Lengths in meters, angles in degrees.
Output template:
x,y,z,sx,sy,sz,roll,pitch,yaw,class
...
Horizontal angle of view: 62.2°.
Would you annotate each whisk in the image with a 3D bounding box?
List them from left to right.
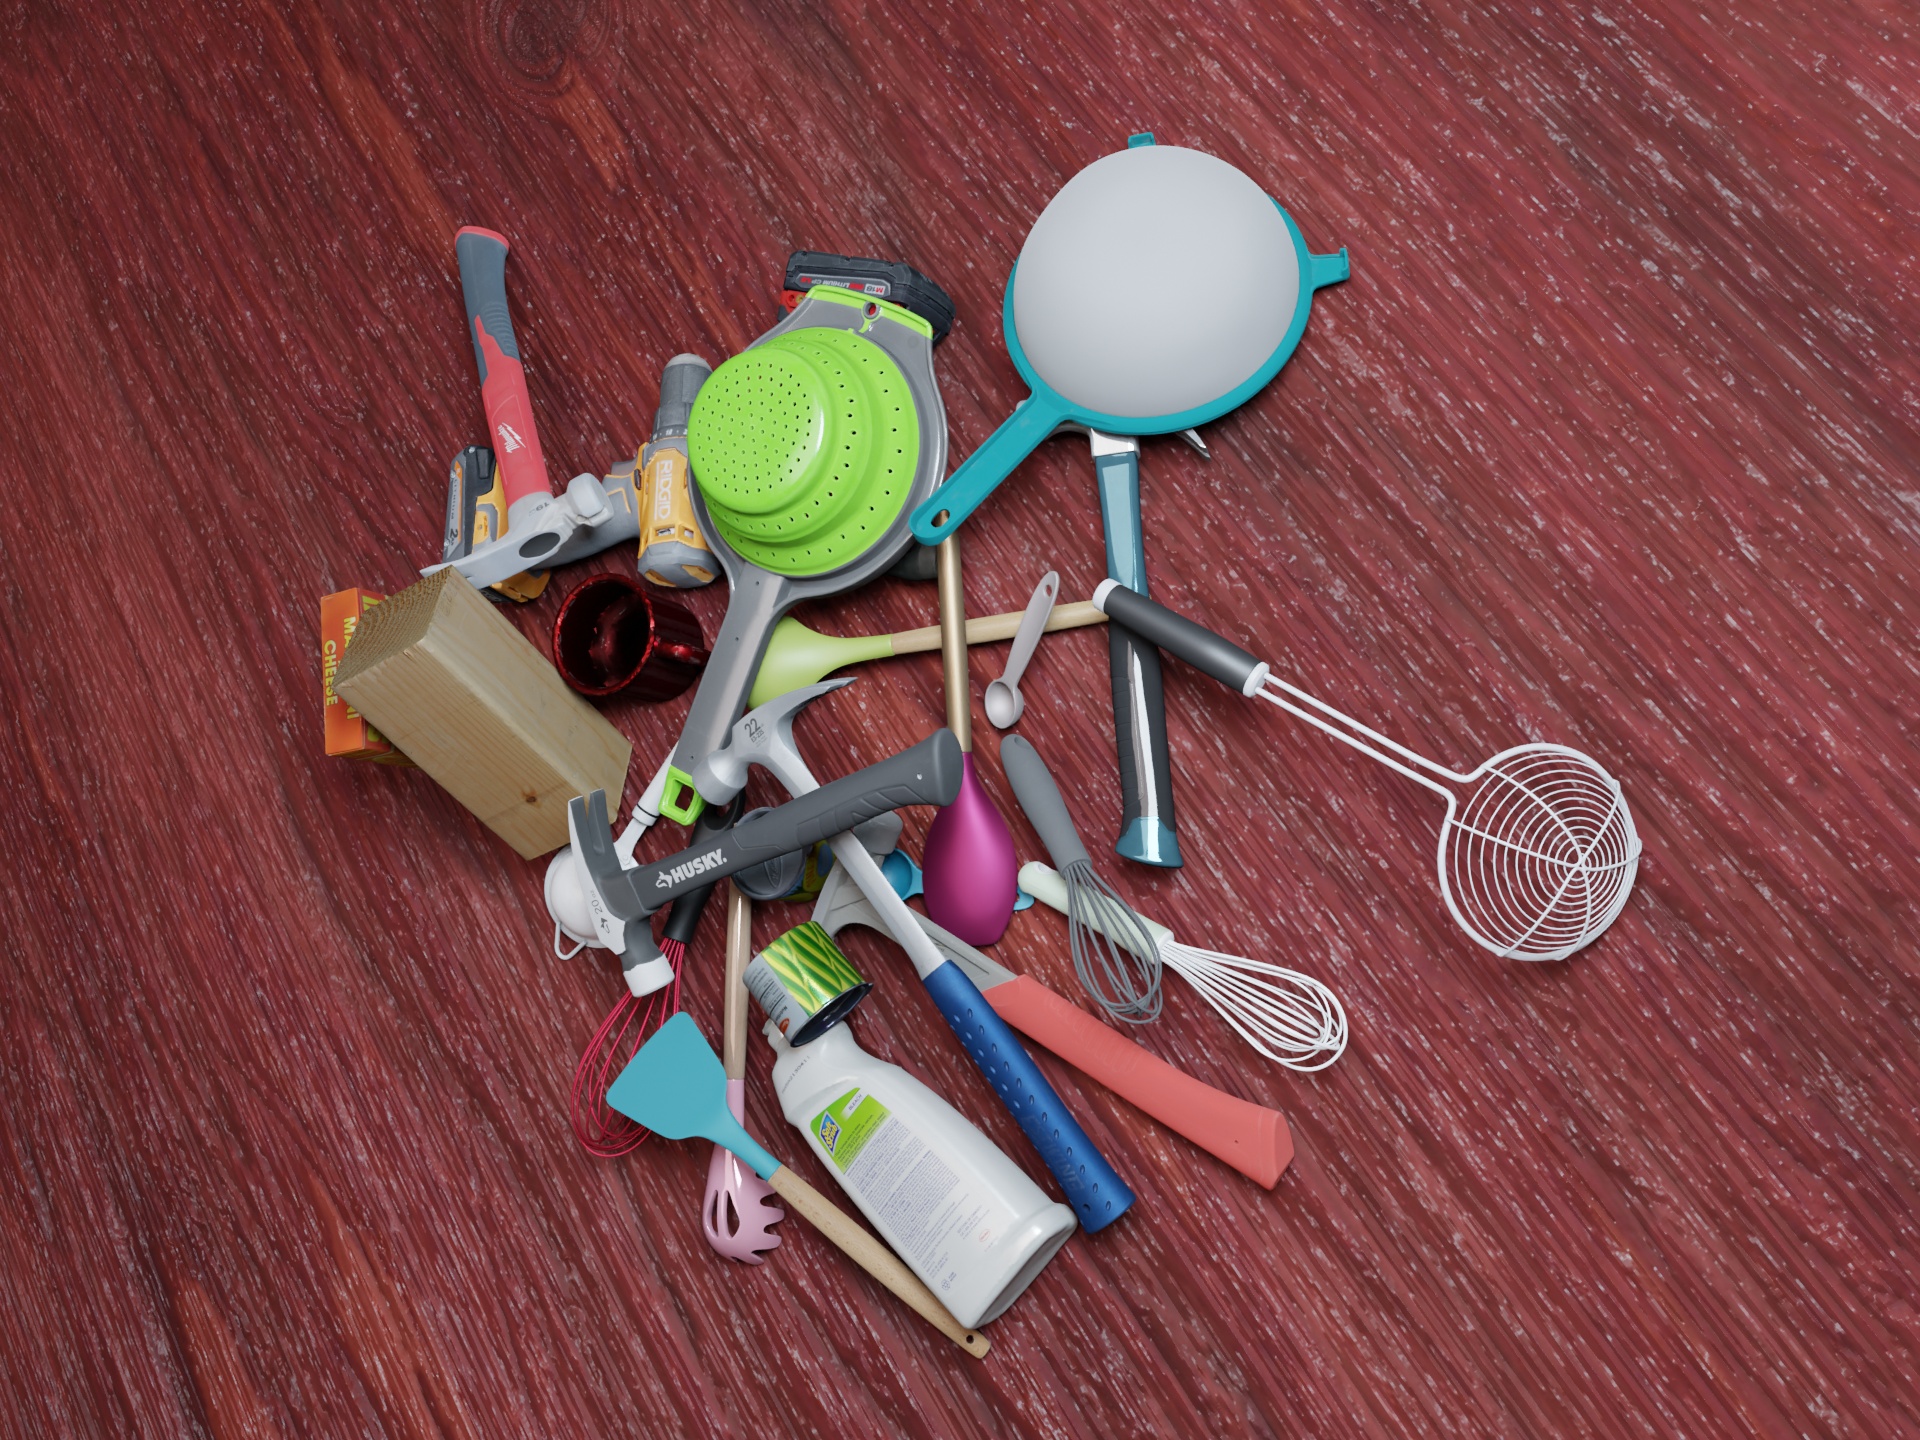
x,y,z,sx,sy,sz,roll,pitch,yaw,class
-0.219,0.180,1.180,0.073,0.073,0.296,17,84,25,whisk
0.072,0.096,1.036,0.055,0.055,0.239,-38,49,15,whisk
0.137,0.152,1.028,0.246,0.057,0.059,26,106,30,whisk

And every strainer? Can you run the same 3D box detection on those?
x,y,z,sx,sy,sz,roll,pitch,yaw,class
-0.248,0.078,1.217,0.087,0.050,0.258,34,94,9,strainer
0.079,-0.256,1.039,0.211,0.095,0.340,41,83,24,strainer

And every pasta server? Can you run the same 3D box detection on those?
x,y,z,sx,sy,sz,roll,pitch,yaw,class
-0.160,0.233,1.157,0.060,0.040,0.316,-4,79,24,pasta server

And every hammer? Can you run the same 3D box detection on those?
x,y,z,sx,sy,sz,roll,pitch,yaw,class
-0.375,-0.261,1.255,0.143,0.038,0.387,-26,53,5,hammer
-0.132,0.073,1.046,0.335,0.035,0.146,-24,90,34,hammer
-0.019,0.152,1.040,0.144,0.035,0.405,-43,79,30,hammer
0.052,0.204,1.054,0.359,0.036,0.149,30,113,21,hammer
0.112,-0.065,1.059,0.128,0.033,0.331,-7,80,15,hammer

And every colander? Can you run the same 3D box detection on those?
x,y,z,sx,sy,sz,roll,pitch,yaw,class
-0.148,-0.114,1.095,0.205,0.094,0.397,24,96,23,colander

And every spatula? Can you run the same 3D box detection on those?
x,y,z,sx,sy,sz,roll,pitch,yaw,class
-0.106,0.327,1.094,0.317,0.044,0.082,38,75,9,spatula

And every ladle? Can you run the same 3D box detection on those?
x,y,z,sx,sy,sz,roll,pitch,yaw,class
-0.019,-0.056,1.138,0.320,0.062,0.078,-8,80,16,ladle

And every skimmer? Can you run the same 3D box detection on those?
x,y,z,sx,sy,sz,roll,pitch,yaw,class
0.238,0.014,0.981,0.363,0.090,0.127,33,85,27,skimmer

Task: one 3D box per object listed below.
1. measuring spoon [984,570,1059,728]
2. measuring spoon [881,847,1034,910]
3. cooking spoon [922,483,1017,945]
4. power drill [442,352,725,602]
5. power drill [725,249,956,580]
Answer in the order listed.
x,y,z,sx,sy,sz,roll,pitch,yaw,class
0.048,-0.048,1.089,0.034,0.018,0.124,48,128,38,measuring spoon
-0.008,0.115,1.118,0.128,0.021,0.042,8,93,16,measuring spoon
-0.002,-0.004,1.097,0.069,0.017,0.319,-4,89,15,cooking spoon
-0.288,-0.188,1.254,0.226,0.084,0.185,-6,73,19,power drill
-0.071,-0.214,1.161,0.188,0.080,0.227,15,92,26,power drill
